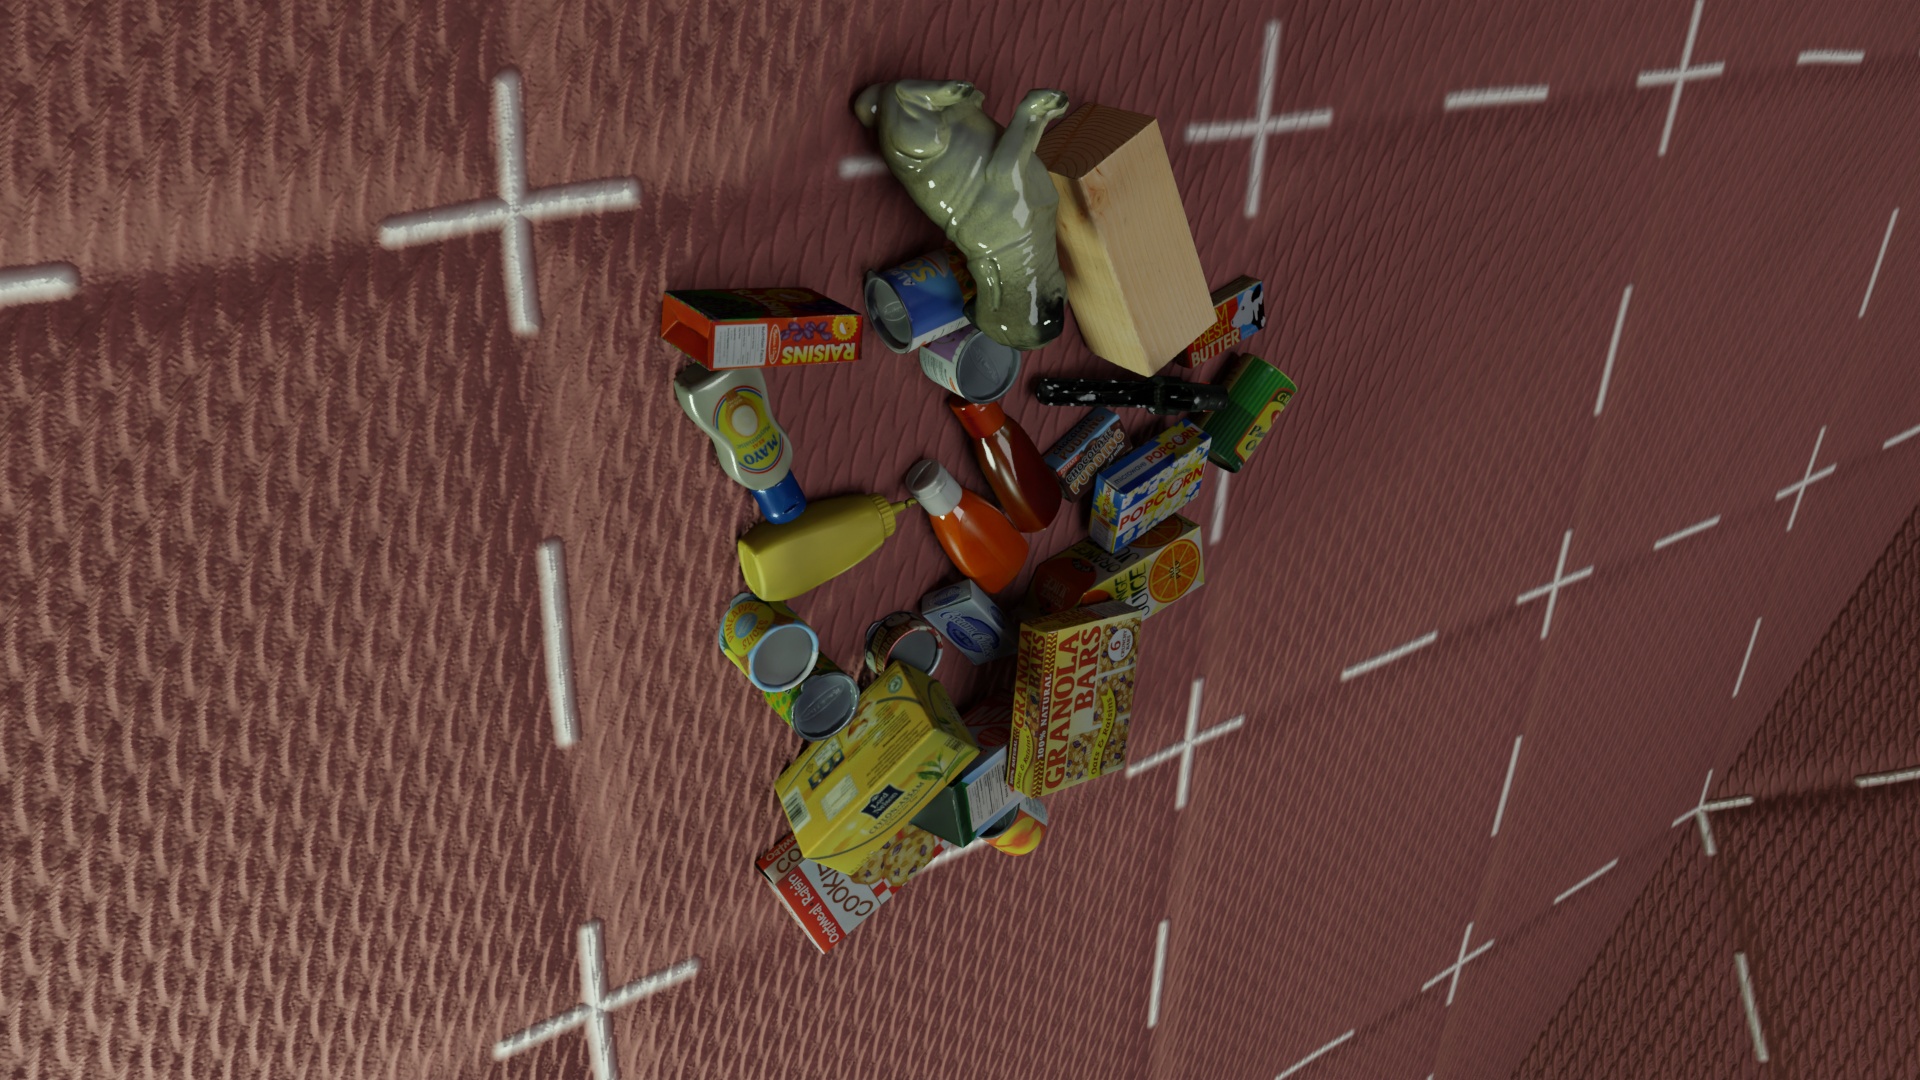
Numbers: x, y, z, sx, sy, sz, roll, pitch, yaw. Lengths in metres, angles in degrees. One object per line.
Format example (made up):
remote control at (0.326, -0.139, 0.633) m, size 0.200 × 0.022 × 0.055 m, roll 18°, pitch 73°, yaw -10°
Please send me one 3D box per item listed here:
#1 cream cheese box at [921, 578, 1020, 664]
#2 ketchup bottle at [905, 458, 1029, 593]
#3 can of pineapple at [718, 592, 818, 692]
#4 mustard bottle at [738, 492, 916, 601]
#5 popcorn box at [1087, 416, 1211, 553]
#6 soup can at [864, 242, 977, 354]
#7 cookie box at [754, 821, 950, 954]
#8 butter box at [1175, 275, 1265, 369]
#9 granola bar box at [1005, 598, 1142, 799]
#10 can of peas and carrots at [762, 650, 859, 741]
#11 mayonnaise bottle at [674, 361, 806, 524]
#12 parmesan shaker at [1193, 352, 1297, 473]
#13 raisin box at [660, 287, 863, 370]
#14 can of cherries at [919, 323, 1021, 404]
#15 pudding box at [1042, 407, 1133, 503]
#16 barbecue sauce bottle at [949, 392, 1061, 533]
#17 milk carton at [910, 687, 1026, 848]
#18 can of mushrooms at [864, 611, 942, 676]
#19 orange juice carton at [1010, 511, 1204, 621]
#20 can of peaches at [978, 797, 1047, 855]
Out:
cream cheese box at (0.012, 0.078, 1.292) m, size 0.053 × 0.024 × 0.103 m, roll -20°, pitch 138°, yaw 23°
ketchup bottle at (0.004, -0.016, 1.241) m, size 0.065 × 0.043 × 0.148 m, roll -54°, pitch 134°, yaw -13°
can of pineapple at (-0.160, 0.084, 1.154) m, size 0.071 × 0.058 × 0.070 m, roll -18°, pitch 123°, yaw -30°
mustard bottle at (-0.105, -0.004, 1.158) m, size 0.161 × 0.049 × 0.065 m, roll -24°, pitch 127°, yaw -28°
popcorn box at (0.182, -0.053, 1.342) m, size 0.127 × 0.038 × 0.084 m, roll -33°, pitch 147°, yaw -28°
soup can at (-0.025, -0.197, 1.109) m, size 0.084 × 0.071 × 0.071 m, roll -28°, pitch 128°, yaw -24°
cookie box at (-0.099, 0.298, 1.329) m, size 0.168 × 0.040 × 0.122 m, roll -38°, pitch 131°, yaw -17°
butter box at (0.250, -0.211, 1.344) m, size 0.104 × 0.024 × 0.053 m, roll -31°, pitch 128°, yaw -22°
granola bar box at (0.105, 0.145, 1.294) m, size 0.124 × 0.039 × 0.165 m, roll -10°, pitch 112°, yaw -39°
can of peas and carrots at (-0.131, 0.129, 1.201) m, size 0.071 × 0.059 × 0.070 m, roll -18°, pitch 122°, yaw -30°
mayonnaise bottle at (-0.164, -0.078, 1.078) m, size 0.065 × 0.041 × 0.147 m, roll -37°, pitch 130°, yaw -17°
parmesan shaker at (0.278, -0.126, 1.385) m, size 0.071 × 0.071 × 0.103 m, roll 36°, pitch 89°, yaw -43°
raisin box at (-0.145, -0.157, 1.021) m, size 0.124 × 0.086 × 0.040 m, roll -9°, pitch 116°, yaw -35°
can of cherries at (0.010, -0.156, 1.162) m, size 0.072 × 0.058 × 0.071 m, roll -17°, pitch 121°, yaw -30°
pudding box at (0.118, -0.082, 1.305) m, size 0.084 × 0.030 × 0.049 m, roll -42°, pitch 131°, yaw -13°
barbecue sauce bottle at (0.040, -0.077, 1.232) m, size 0.148 × 0.043 × 0.065 m, roll 55°, pitch 39°, yaw -36°
milk carton at (0.035, 0.206, 1.336) m, size 0.191 × 0.072 × 0.073 m, roll -31°, pitch 124°, yaw -38°
can of mushrooms at (-0.053, 0.100, 1.265) m, size 0.071 × 0.033 × 0.070 m, roll -18°, pitch 124°, yaw -30°
orange juice carton at (0.144, 0.042, 1.362) m, size 0.193 × 0.072 × 0.072 m, roll -28°, pitch 127°, yaw -24°
can of peaches at (0.045, 0.283, 1.417) m, size 0.071 × 0.071 × 0.058 m, roll -53°, pitch 134°, yaw -3°
